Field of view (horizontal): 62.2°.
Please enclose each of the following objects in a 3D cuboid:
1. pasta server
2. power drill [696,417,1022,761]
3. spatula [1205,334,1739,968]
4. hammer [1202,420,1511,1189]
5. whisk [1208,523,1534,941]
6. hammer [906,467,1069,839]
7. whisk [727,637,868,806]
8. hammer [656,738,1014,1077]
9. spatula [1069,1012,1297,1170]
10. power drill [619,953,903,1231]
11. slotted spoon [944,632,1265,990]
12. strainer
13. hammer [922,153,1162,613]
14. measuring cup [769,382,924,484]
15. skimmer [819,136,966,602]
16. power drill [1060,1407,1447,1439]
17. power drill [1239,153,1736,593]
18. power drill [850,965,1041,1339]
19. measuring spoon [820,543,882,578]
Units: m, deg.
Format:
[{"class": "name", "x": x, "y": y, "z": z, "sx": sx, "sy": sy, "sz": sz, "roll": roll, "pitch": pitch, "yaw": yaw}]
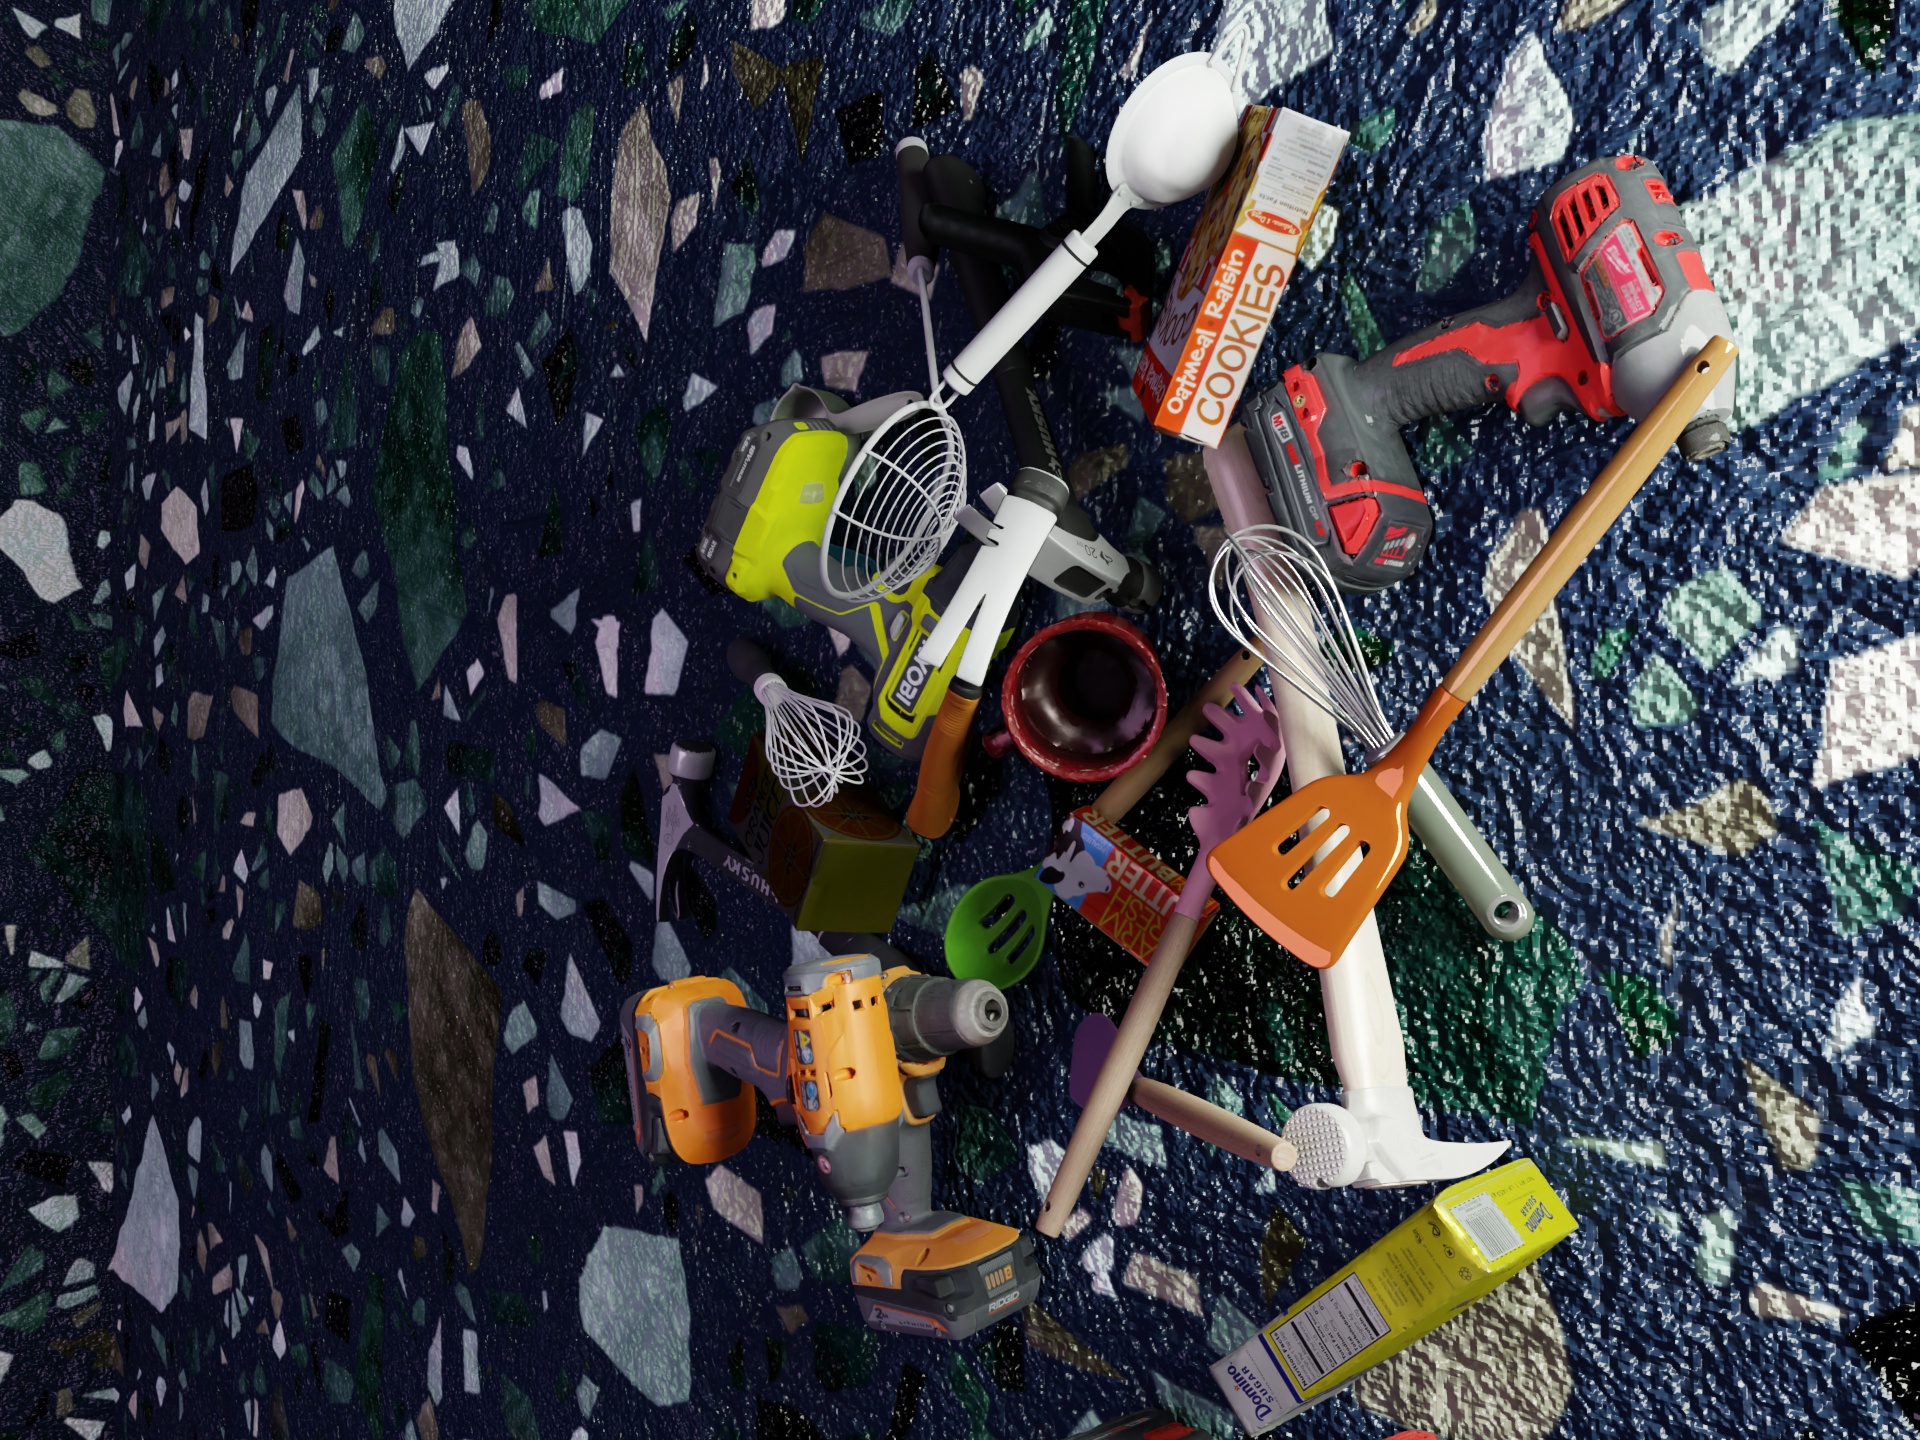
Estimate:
[{"class": "pasta server", "x": 0.106, "y": 0.129, "z": 0.868, "sx": 0.060, "sy": 0.040, "sz": 0.316, "roll": 10, "pitch": 73, "yaw": 62}, {"class": "power drill", "x": -0.063, "y": -0.103, "z": 1.072, "sx": 0.223, "sy": 0.080, "sz": 0.171, "roll": 39, "pitch": 119, "yaw": 22}, {"class": "spatula", "x": 0.233, "y": -0.032, "z": 0.711, "sx": 0.081, "sy": 0.041, "sz": 0.322, "roll": 44, "pitch": 111, "yaw": 29}, {"class": "hammer", "x": 0.190, "y": 0.029, "z": 0.823, "sx": 0.038, "sy": 0.146, "sz": 0.411, "roll": -27, "pitch": 61, "yaw": 42}, {"class": "whisk", "x": 0.203, "y": 0.007, "z": 0.780, "sx": 0.058, "sy": 0.059, "sz": 0.246, "roll": -36, "pitch": 91, "yaw": 8}, {"class": "hammer", "x": -0.001, "y": -0.003, "z": 0.932, "sx": 0.336, "sy": 0.034, "sz": 0.127, "roll": 106, "pitch": -171, "yaw": -62}, {"class": "whisk", "x": -0.126, "y": -0.012, "z": 1.127, "sx": 0.285, "sy": 0.070, "sz": 0.070, "roll": -136, "pitch": 57, "yaw": -62}, {"class": "hammer", "x": -0.107, "y": 0.151, "z": 1.168, "sx": 0.409, "sy": 0.036, "sz": 0.149, "roll": 27, "pitch": 110, "yaw": 43}, {"class": "spatula", "x": 0.106, "y": 0.200, "z": 0.849, "sx": 0.316, "sy": 0.018, "sz": 0.060, "roll": 166, "pitch": 111, "yaw": -77}, {"class": "power drill", "x": -0.123, "y": 0.238, "z": 1.020, "sx": 0.226, "sy": 0.084, "sz": 0.164, "roll": -14, "pitch": 83, "yaw": 46}, {"class": "slotted spoon", "x": 0.088, "y": 0.059, "z": 0.970, "sx": 0.313, "sy": 0.031, "sz": 0.070, "roll": -51, "pitch": 60, "yaw": 31}, {"class": "strainer", "x": 0.072, "y": -0.259, "z": 0.858, "sx": 0.258, "sy": 0.086, "sz": 0.050, "roll": -44, "pitch": 56, "yaw": 21}, {"class": "hammer", "x": 0.026, "y": -0.222, "z": 0.977, "sx": 0.035, "sy": 0.146, "sz": 0.335, "roll": -34, "pitch": 57, "yaw": 33}, {"class": "measuring cup", "x": -0.074, "y": -0.208, "z": 1.133, "sx": 0.167, "sy": 0.038, "sz": 0.083, "roll": -7, "pitch": 85, "yaw": 44}, {"class": "skimmer", "x": -0.050, "y": -0.240, "z": 1.008, "sx": 0.127, "sy": 0.090, "sz": 0.364, "roll": 85, "pitch": 180, "yaw": -59}, {"class": "power drill", "x": 0.127, "y": 0.416, "z": 0.816, "sx": 0.226, "sy": 0.187, "sz": 0.080, "roll": -26, "pitch": 70, "yaw": 47}, {"class": "power drill", "x": 0.255, "y": -0.151, "z": 0.765, "sx": 0.219, "sy": 0.078, "sz": 0.143, "roll": -30, "pitch": 69, "yaw": 39}, {"class": "power drill", "x": -0.018, "y": 0.269, "z": 1.017, "sx": 0.185, "sy": 0.084, "sz": 0.226, "roll": -19, "pitch": 84, "yaw": 49}, {"class": "measuring spoon", "x": -0.101, "y": -0.123, "z": 1.180, "sx": 0.129, "sy": 0.021, "sz": 0.042, "roll": 22, "pitch": 105, "yaw": 35}]
